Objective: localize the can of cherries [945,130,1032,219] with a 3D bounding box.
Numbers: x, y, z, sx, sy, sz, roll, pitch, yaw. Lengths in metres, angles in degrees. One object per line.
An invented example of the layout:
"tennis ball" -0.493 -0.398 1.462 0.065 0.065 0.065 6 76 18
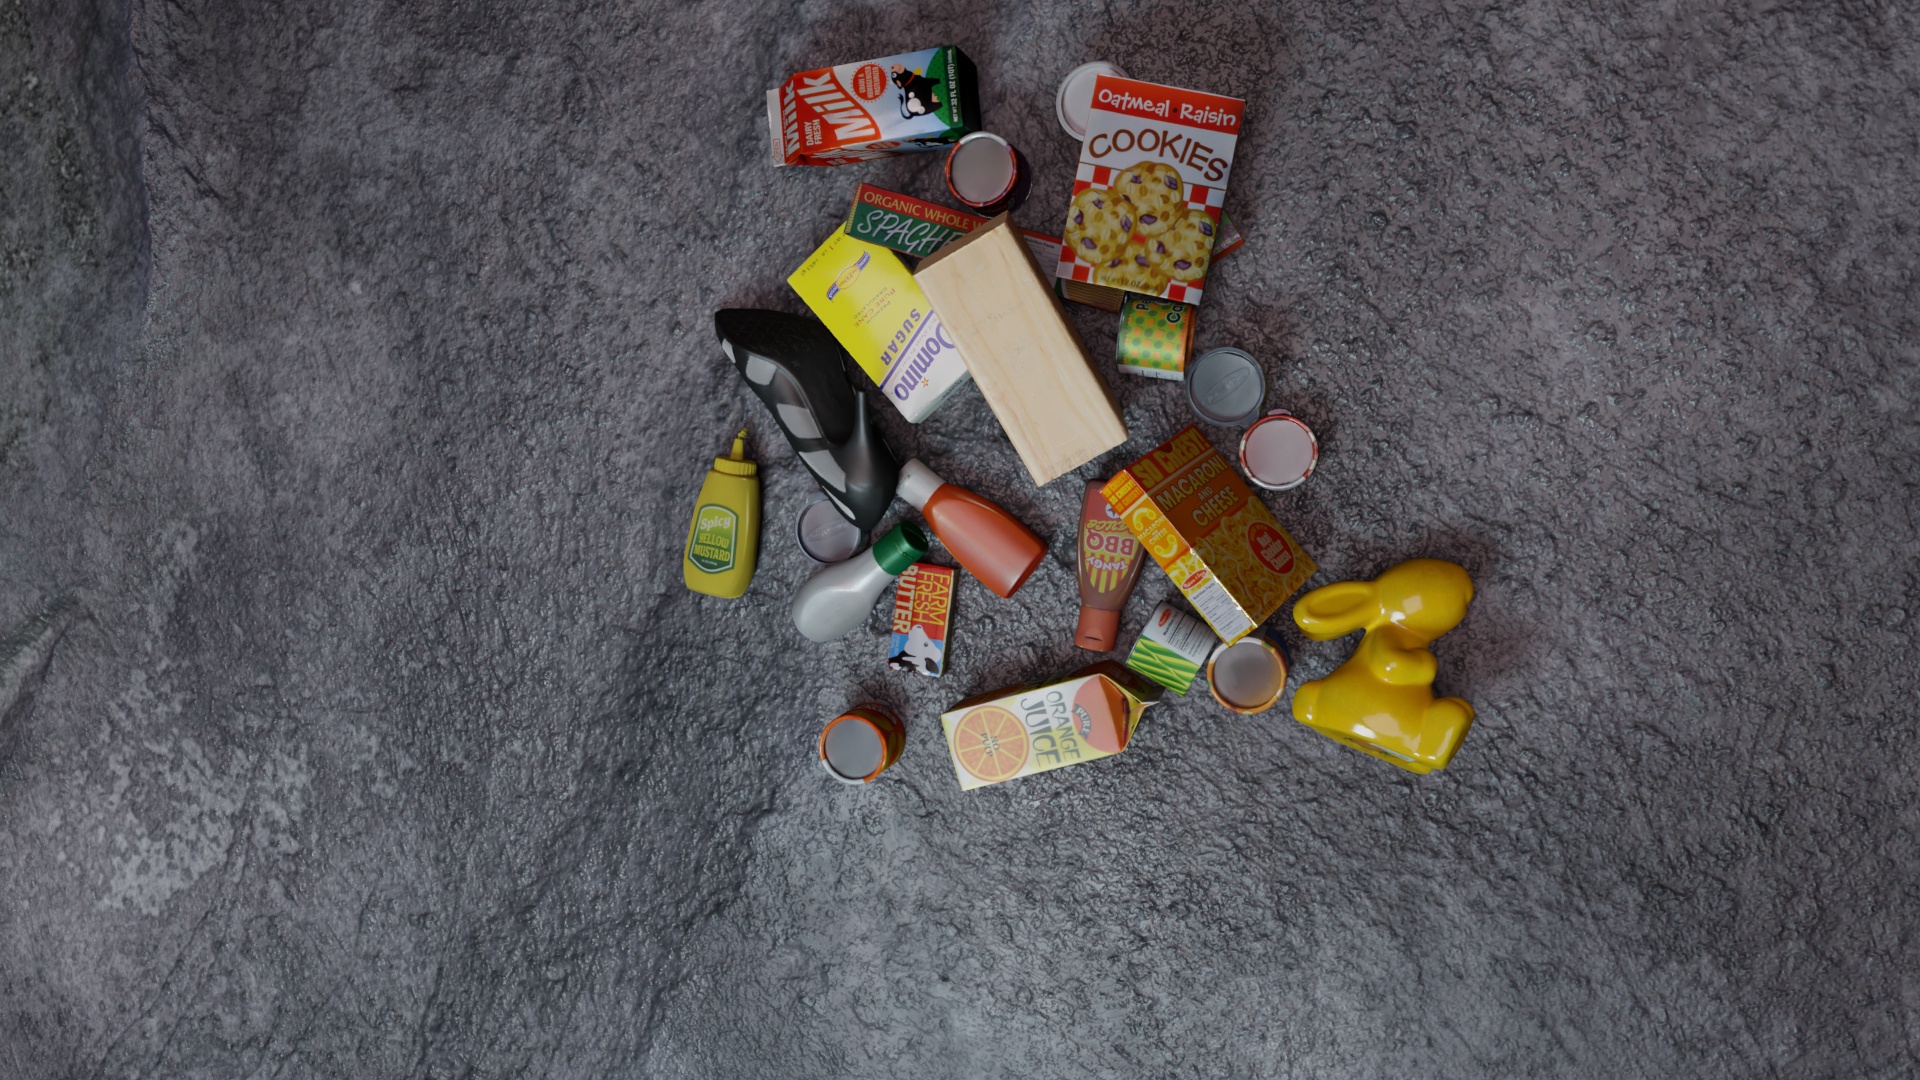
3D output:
"can of cherries" 0.025 -0.318 1.220 0.071 0.058 0.071 1 94 15

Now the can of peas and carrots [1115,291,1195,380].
"can of peas and carrots" 0.168 -0.174 1.187 0.059 0.071 0.071 9 96 14

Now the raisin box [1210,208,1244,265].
"raisin box" 0.175 -0.284 1.193 0.086 0.040 0.123 -32 85 16

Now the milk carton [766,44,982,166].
"milk carton" -0.082 -0.381 1.237 0.190 0.073 0.072 -4 93 16

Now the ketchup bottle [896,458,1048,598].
"ketchup bottle" 0.004 -0.016 1.254 0.149 0.043 0.064 39 104 9

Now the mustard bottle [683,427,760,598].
"mustard bottle" -0.220 -0.028 1.311 0.065 0.049 0.160 11 97 12

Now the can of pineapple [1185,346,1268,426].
"can of pineapple" 0.227 -0.128 1.179 0.071 0.058 0.071 1 95 15

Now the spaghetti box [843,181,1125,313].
"spaghetti box" 0.024 -0.256 1.216 0.250 0.029 0.050 16 97 2

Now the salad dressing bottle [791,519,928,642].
"salad dressing bottle" -0.091 0.037 1.265 0.064 0.044 0.147 34 122 -30

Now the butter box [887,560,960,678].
"butter box" -0.034 0.071 1.281 0.053 0.024 0.103 9 96 14

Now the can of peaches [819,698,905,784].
"can of peaches" -0.090 0.185 1.286 0.071 0.058 0.071 1 95 15

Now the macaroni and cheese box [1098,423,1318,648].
"macaroni and cheese box" 0.209 -0.009 1.159 0.166 0.124 0.040 51 133 7

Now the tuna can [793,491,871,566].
"tuna can" -0.120 -0.012 1.293 0.071 0.033 0.071 1 94 15

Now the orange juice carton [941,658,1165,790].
"orange juice carton" 0.088 0.158 1.230 0.192 0.072 0.073 -17 90 16

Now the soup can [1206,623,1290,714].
"soup can" 0.246 0.110 1.178 0.071 0.084 0.071 1 95 15

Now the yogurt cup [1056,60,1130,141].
"yogurt cup" 0.120 -0.372 1.193 0.072 0.054 0.072 1 94 15

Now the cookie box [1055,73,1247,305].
"cookie box" 0.157 -0.289 1.147 0.123 0.040 0.167 13 103 9

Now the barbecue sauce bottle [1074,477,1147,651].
"barbecue sauce bottle" 0.131 0.022 1.223 0.065 0.044 0.148 11 97 13

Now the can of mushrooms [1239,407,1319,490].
"can of mushrooms" 0.272 -0.078 1.184 0.071 0.033 0.071 1 95 16

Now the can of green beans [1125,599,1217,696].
"can of green beans" 0.183 0.093 1.203 0.058 0.071 0.071 29 101 11
